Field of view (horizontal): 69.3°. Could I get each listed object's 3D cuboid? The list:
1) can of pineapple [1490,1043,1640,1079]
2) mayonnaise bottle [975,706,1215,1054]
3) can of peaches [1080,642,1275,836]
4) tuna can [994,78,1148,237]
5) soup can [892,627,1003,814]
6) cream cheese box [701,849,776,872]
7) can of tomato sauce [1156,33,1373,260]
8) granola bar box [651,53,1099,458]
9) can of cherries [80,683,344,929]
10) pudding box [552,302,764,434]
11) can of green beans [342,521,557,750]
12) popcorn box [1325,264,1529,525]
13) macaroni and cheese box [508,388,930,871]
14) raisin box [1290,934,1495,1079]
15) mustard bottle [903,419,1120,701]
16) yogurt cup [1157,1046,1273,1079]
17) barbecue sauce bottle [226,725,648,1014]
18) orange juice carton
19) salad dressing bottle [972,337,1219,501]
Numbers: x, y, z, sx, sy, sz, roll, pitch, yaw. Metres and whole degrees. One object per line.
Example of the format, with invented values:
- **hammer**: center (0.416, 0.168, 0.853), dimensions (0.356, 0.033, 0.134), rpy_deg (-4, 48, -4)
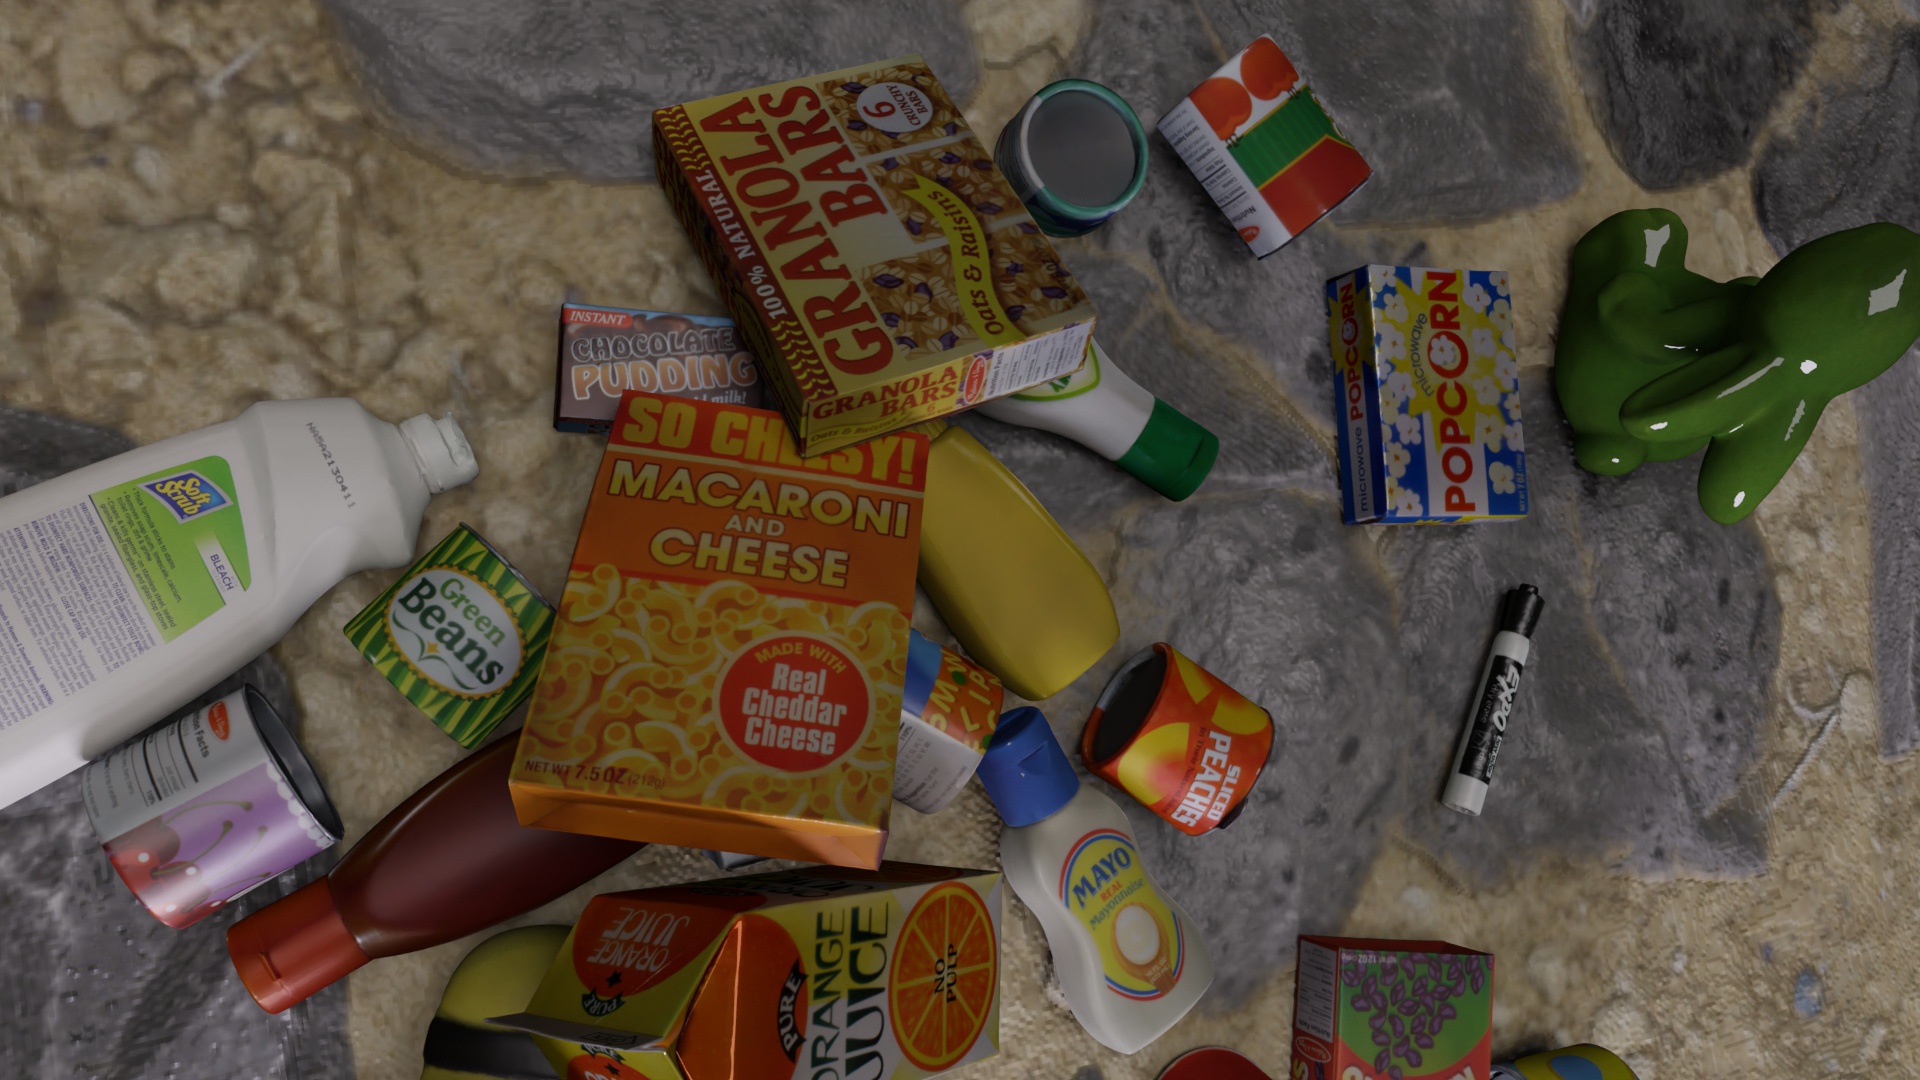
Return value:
- **can of pineapple**: center (0.282, 0.275, 0.650), dimensions (0.058, 0.071, 0.071), rpy_deg (-4, 85, -19)
- **mayonnaise bottle**: center (0.052, 0.142, 0.593), dimensions (0.065, 0.041, 0.148), rpy_deg (-34, 103, -24)
- **can of peaches**: center (0.094, 0.087, 0.608), dimensions (0.058, 0.071, 0.071), rpy_deg (34, 75, -11)
- **tuna can**: center (0.054, -0.177, 0.646), dimensions (0.071, 0.032, 0.071), rpy_deg (2, 83, -18)
- **soup can**: center (-0.034, 0.063, 0.572), dimensions (0.084, 0.071, 0.071), rpy_deg (31, 75, -14)
- **cream cheese box**: center (-0.099, 0.076, 0.553), dimensions (0.024, 0.053, 0.104), rpy_deg (-11, 87, -20)
- **can of tomato sauce**: center (0.145, -0.187, 0.660), dimensions (0.071, 0.071, 0.083), rpy_deg (-41, 97, -18)
- **granola bar box**: center (-0.039, -0.121, 0.567), dimensions (0.124, 0.038, 0.166), rpy_deg (-19, 61, -19)
- **can of cherries**: center (-0.261, 0.095, 0.491), dimensions (0.058, 0.071, 0.071), rpy_deg (-31, 94, -19)
- **pudding box**: center (-0.123, -0.068, 0.574), dimensions (0.084, 0.030, 0.049), rpy_deg (3, 82, -18)
- **can of green beans**: center (-0.186, 0.036, 0.522), dimensions (0.071, 0.071, 0.058), rpy_deg (47, 73, -8)
- **popcorn box**: center (0.231, -0.071, 0.690), dimensions (0.085, 0.038, 0.126), rpy_deg (-1, 84, -18)
- **macaroni and cheese box**: center (-0.080, 0.028, 0.506), dimensions (0.124, 0.040, 0.167), rpy_deg (9, 54, -5)
- **raisin box**: center (0.199, 0.249, 0.640), dimensions (0.086, 0.040, 0.123), rpy_deg (8, 82, -18)
- **mustard bottle**: center (0.002, -0.008, 0.600), dimensions (0.065, 0.048, 0.160), rpy_deg (-38, 95, -16)
- **yogurt cup**: center (0.120, 0.261, 0.605), dimensions (0.072, 0.054, 0.072), rpy_deg (2, 83, -18)
- **barbecue sauce bottle**: center (-0.193, 0.121, 0.522), dimensions (0.149, 0.043, 0.065), rpy_deg (-28, 93, -19)
- **orange juice carton**: center (-0.067, 0.159, 0.494), dimensions (0.193, 0.071, 0.073), rpy_deg (10, 78, -54)
- **salad dressing bottle**: center (0.048, -0.070, 0.625), dimensions (0.147, 0.044, 0.064), rpy_deg (31, 74, -13)
